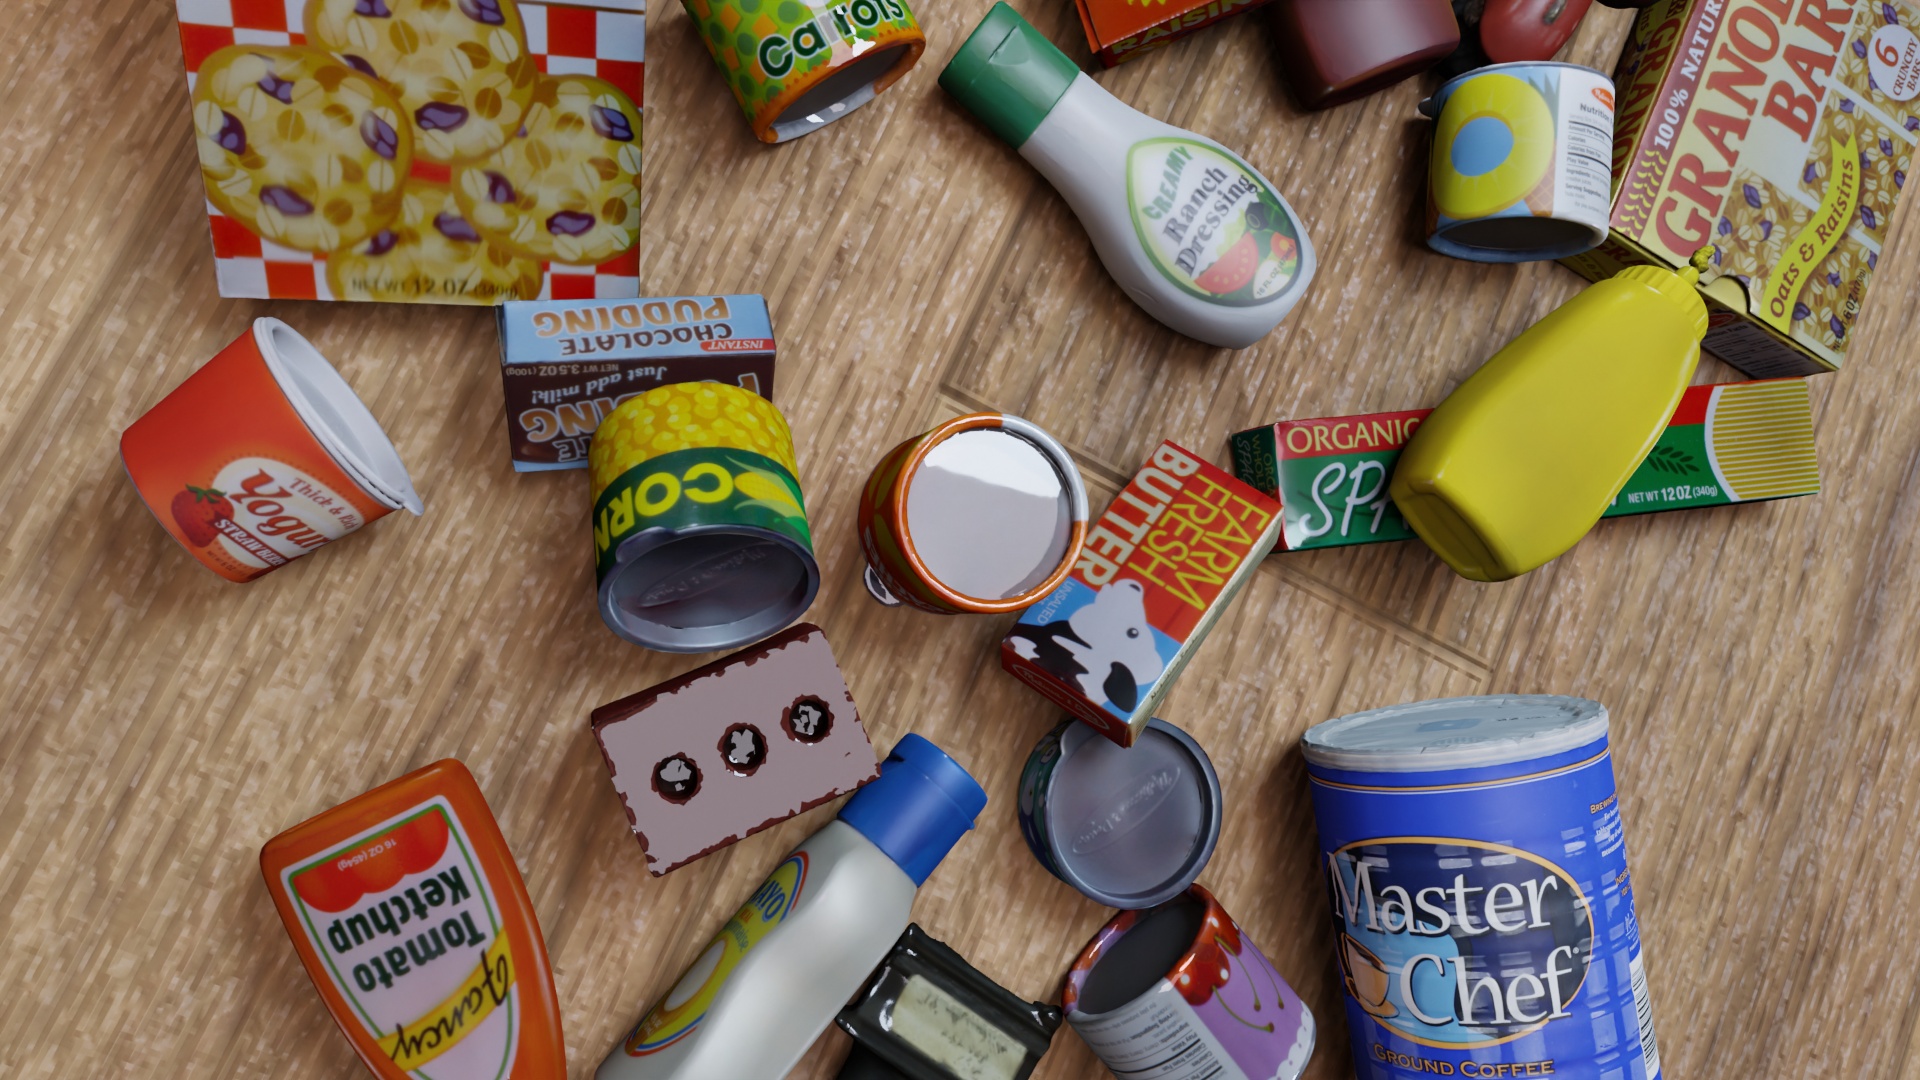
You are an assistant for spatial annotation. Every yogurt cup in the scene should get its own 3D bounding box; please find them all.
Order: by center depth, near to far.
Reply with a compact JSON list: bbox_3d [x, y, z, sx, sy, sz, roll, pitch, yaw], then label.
[{"bbox_3d":[-0.205,-0.024,0.411,0.054,0.072,0.072,-35,96,-6],"label":"yogurt cup"}]

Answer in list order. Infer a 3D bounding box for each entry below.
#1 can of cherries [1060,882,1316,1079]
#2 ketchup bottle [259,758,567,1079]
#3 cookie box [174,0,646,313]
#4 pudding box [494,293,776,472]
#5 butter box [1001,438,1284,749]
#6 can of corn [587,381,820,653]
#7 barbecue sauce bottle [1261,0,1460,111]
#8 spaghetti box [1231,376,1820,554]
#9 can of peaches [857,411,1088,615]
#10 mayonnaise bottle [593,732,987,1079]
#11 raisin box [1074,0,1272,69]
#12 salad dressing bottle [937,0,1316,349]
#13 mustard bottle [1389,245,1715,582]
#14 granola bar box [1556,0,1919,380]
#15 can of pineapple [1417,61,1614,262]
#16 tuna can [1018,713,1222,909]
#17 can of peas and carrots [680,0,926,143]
[{"bbox_3d":[0.078,0.160,0.477,0.071,0.071,0.058,-42,97,-14],"label":"can of cherries"},{"bbox_3d":[-0.152,0.145,0.424,0.065,0.043,0.148,-25,94,-16],"label":"ketchup bottle"},{"bbox_3d":[-0.154,-0.152,0.399,0.123,0.040,0.166,0,124,-15],"label":"cookie box"},{"bbox_3d":[-0.103,-0.050,0.445,0.084,0.049,0.030,-4,51,-16],"label":"pudding box"},{"bbox_3d":[0.064,0.017,0.482,0.053,0.024,0.104,31,65,19],"label":"butter box"},{"bbox_3d":[-0.082,-0.008,0.430,0.071,0.070,0.058,-4,54,-16],"label":"can of corn"},{"bbox_3d":[0.134,-0.243,0.527,0.065,0.043,0.148,-22,92,-8],"label":"barbecue sauce bottle"},{"bbox_3d":[0.228,-0.030,0.547,0.250,0.028,0.050,-6,87,-16],"label":"spaghetti box"},{"bbox_3d":[0.002,-0.006,0.468,0.071,0.058,0.071,1,86,-16],"label":"can of peaches"},{"bbox_3d":[-0.051,0.128,0.445,0.041,0.064,0.148,46,73,-14],"label":"mayonnaise bottle"},{"bbox_3d":[0.093,-0.232,0.491,0.123,0.040,0.086,-19,93,13],"label":"raisin box"},{"bbox_3d":[0.059,-0.130,0.499,0.147,0.044,0.064,37,79,-10],"label":"salad dressing bottle"},{"bbox_3d":[0.227,-0.055,0.507,0.161,0.048,0.065,-42,96,-15],"label":"mustard bottle"},{"bbox_3d":[0.331,-0.167,0.578,0.124,0.039,0.166,26,80,-12],"label":"granola bar box"},{"bbox_3d":[0.212,-0.142,0.532,0.071,0.071,0.058,6,86,-15],"label":"can of pineapple"},{"bbox_3d":[0.054,0.091,0.489,0.071,0.033,0.071,1,86,-15],"label":"tuna can"},{"bbox_3d":[-0.052,-0.173,0.457,0.071,0.071,0.058,-31,96,-15],"label":"can of peas and carrots"}]
